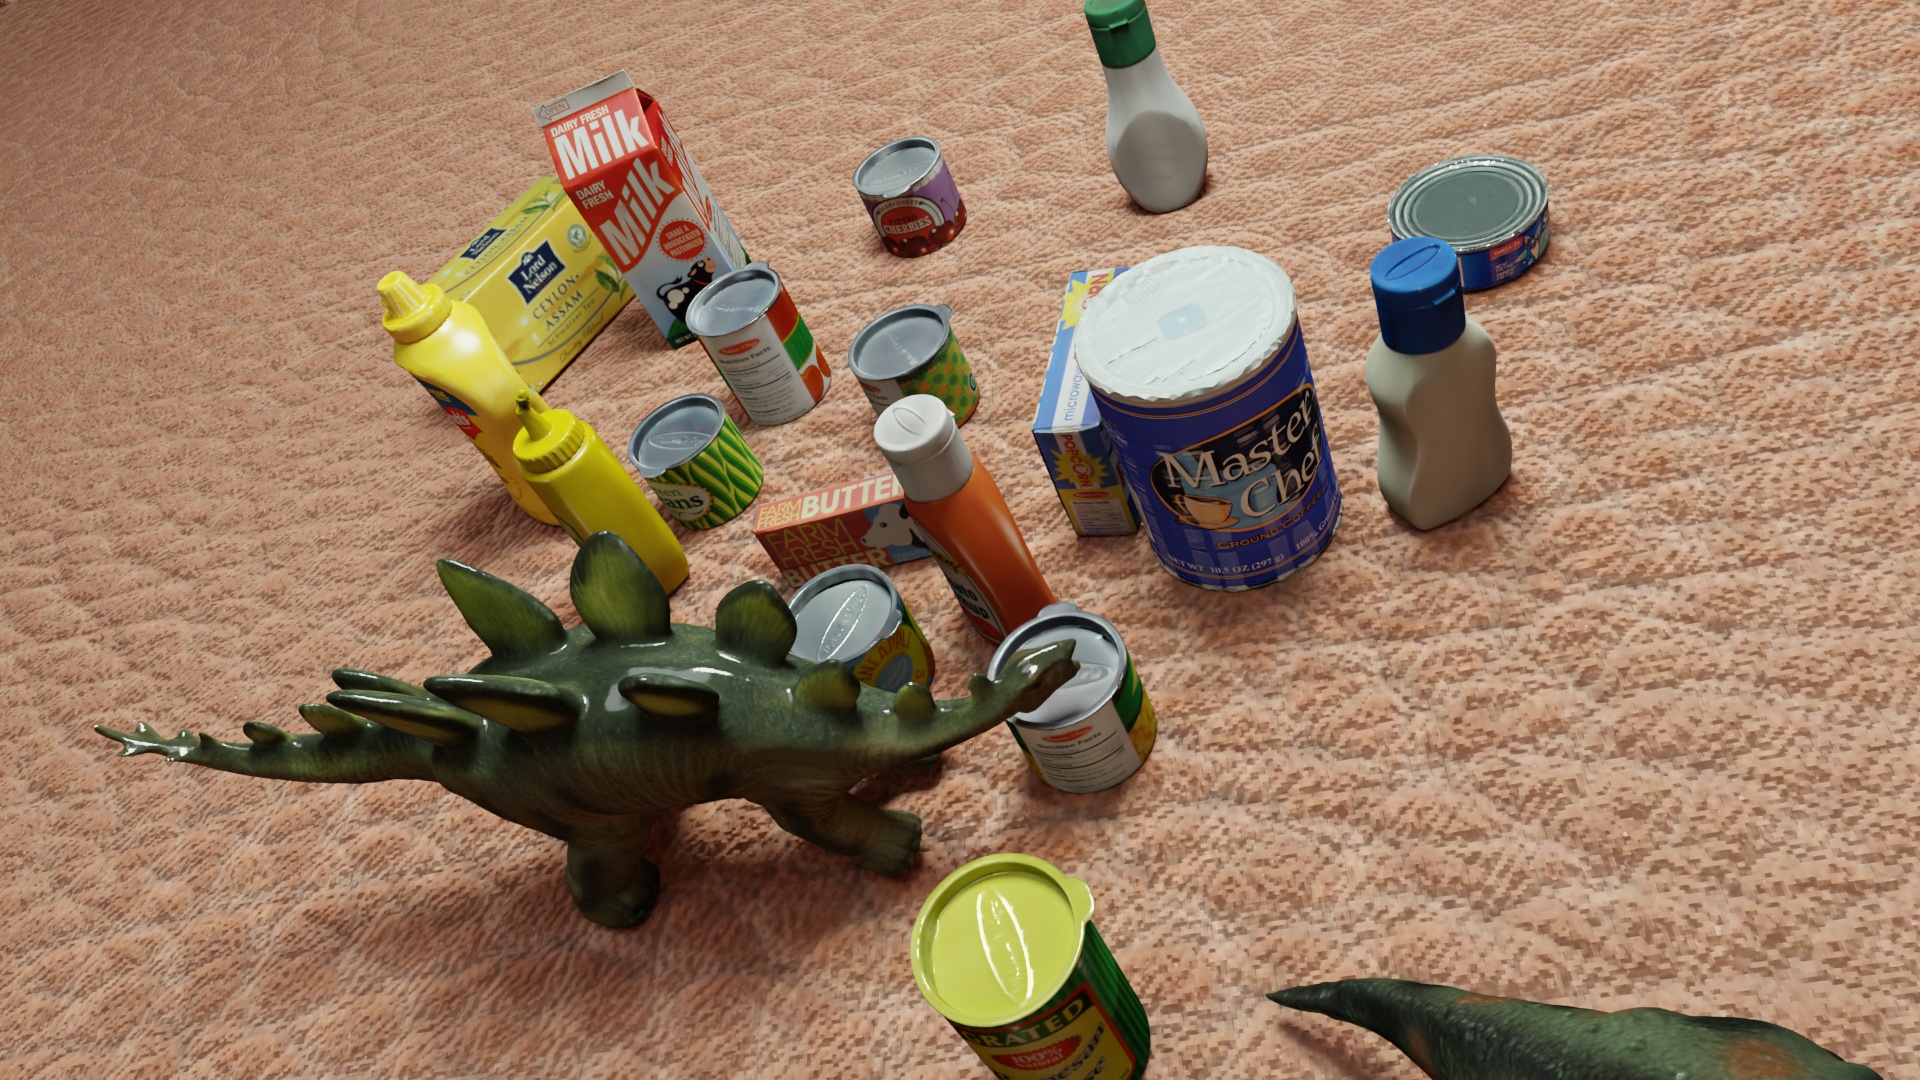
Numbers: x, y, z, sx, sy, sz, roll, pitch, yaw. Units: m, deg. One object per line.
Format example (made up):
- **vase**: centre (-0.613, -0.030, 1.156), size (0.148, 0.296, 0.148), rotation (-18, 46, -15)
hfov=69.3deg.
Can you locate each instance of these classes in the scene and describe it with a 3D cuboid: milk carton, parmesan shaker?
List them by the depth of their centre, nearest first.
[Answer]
- **parmesan shaker**: centre (0.032, 0.174, 0.535), size (0.071, 0.102, 0.072), rotation (-14, 45, 15)
- **milk carton**: centre (-0.219, -0.236, 0.977), size (0.072, 0.189, 0.074), rotation (-22, 44, 7)

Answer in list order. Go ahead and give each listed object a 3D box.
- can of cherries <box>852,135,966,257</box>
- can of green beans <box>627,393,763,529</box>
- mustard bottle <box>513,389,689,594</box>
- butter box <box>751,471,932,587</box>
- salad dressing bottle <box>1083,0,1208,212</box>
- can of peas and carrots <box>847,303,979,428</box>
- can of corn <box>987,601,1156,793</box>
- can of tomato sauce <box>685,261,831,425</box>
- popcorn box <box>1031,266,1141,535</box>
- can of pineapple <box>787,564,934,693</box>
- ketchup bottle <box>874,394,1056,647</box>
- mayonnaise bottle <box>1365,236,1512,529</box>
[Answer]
- **can of cherries**: centre (-0.036, -0.243, 0.989), size (0.071, 0.058, 0.072), rotation (-14, 45, 15)
- **can of green beans**: centre (-0.166, -0.049, 0.873), size (0.071, 0.057, 0.071), rotation (-14, 45, 15)
- **mustard bottle**: centre (-0.216, -0.029, 0.805), size (0.049, 0.159, 0.065), rotation (-42, 45, -14)
- **butter box**: centre (-0.060, -0.007, 0.785), size (0.103, 0.053, 0.024), rotation (-13, 46, 15)
- **salad dressing bottle**: centre (0.117, -0.280, 0.885), size (0.064, 0.147, 0.044), rotation (-15, 45, 14)
- **can of peas and carrots**: centre (-0.026, -0.103, 0.854), size (0.071, 0.058, 0.071), rotation (-14, 45, 15)
- **can of corn**: centre (0.053, 0.074, 0.650), size (0.071, 0.058, 0.071), rotation (-14, 45, 15)
- **can of tomato sauce**: centre (-0.130, -0.128, 0.911), size (0.071, 0.082, 0.071), rotation (-14, 45, 15)
- **popcorn box**: centre (0.078, -0.077, 0.759), size (0.038, 0.085, 0.127), rotation (-4, 48, 23)
- **can of pineapple**: centre (-0.052, 0.056, 0.719), size (0.071, 0.057, 0.071), rotation (-14, 45, 15)
- **ketchup bottle**: centre (0.002, -0.009, 0.687), size (0.043, 0.148, 0.065), rotation (-39, 45, -11)
- **mayonnaise bottle**: centre (0.218, -0.072, 0.640), size (0.065, 0.147, 0.041), rotation (-33, 44, -5)
